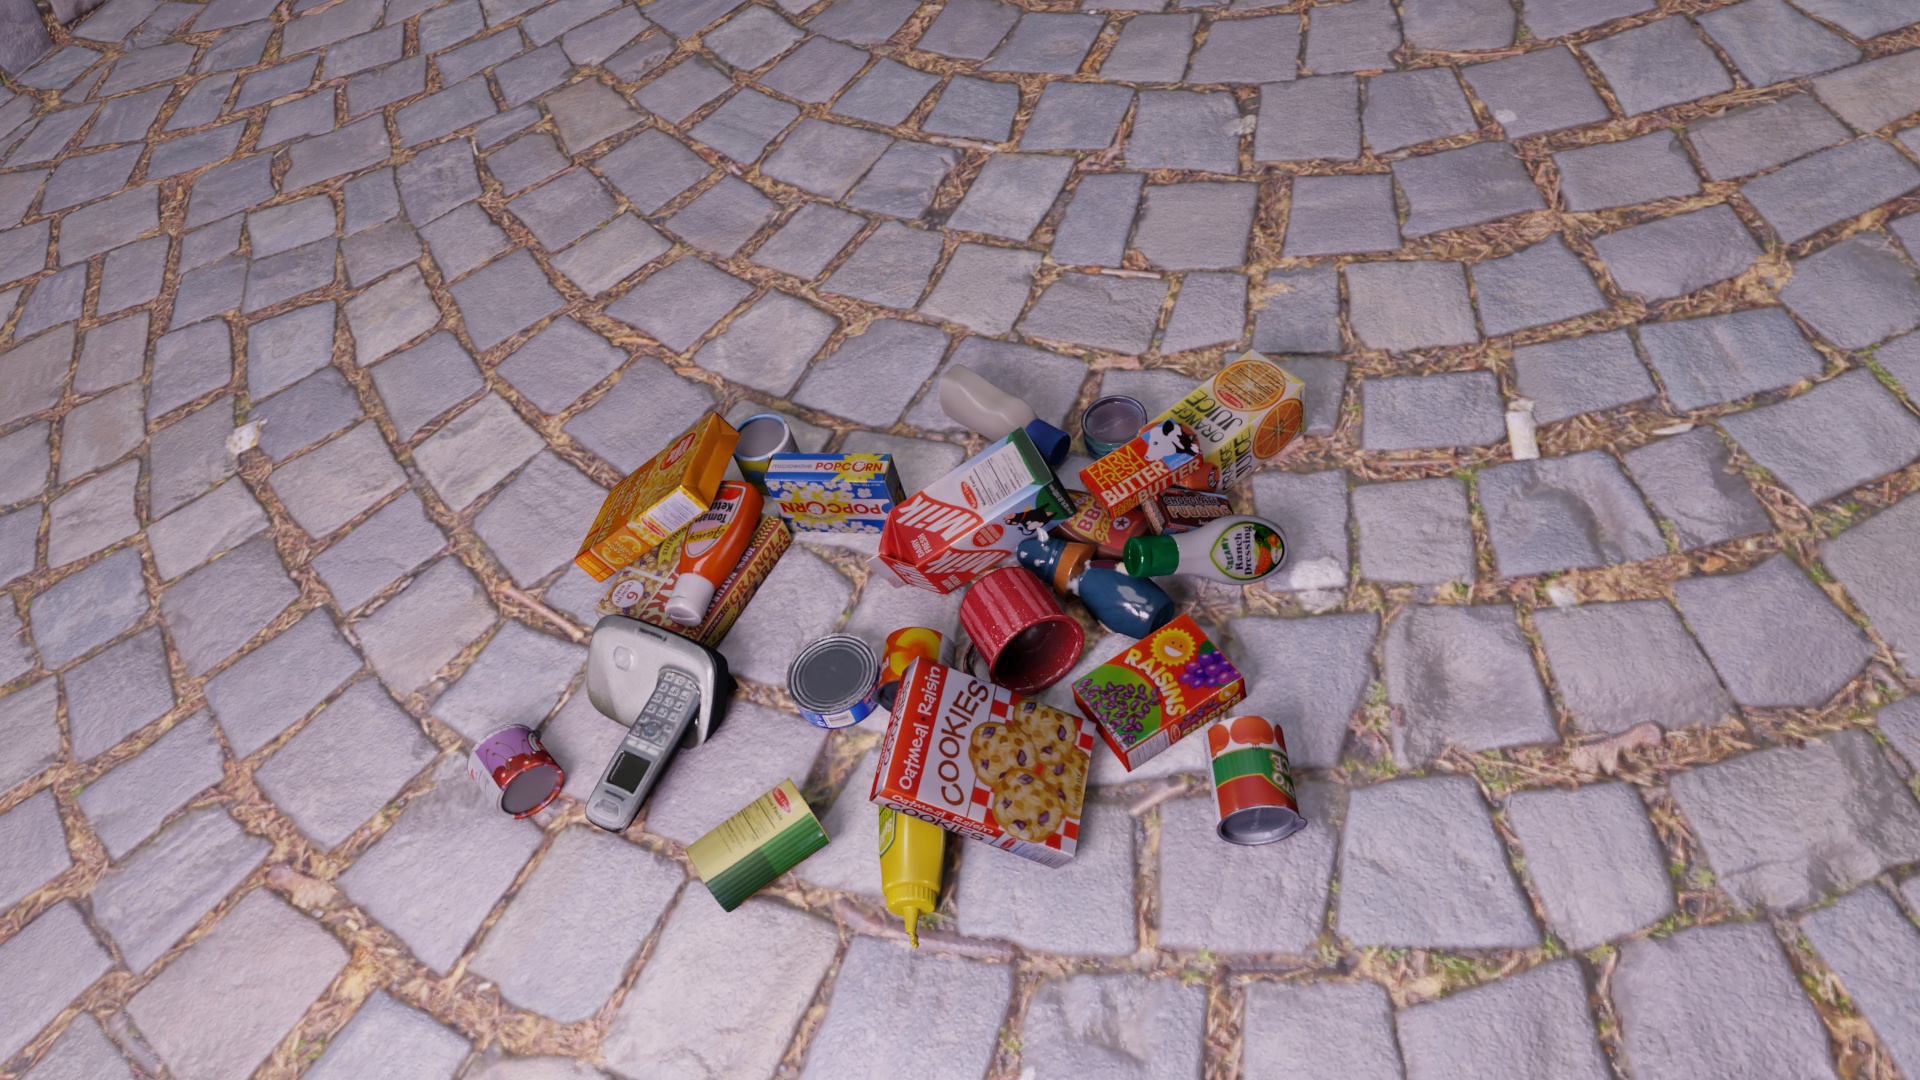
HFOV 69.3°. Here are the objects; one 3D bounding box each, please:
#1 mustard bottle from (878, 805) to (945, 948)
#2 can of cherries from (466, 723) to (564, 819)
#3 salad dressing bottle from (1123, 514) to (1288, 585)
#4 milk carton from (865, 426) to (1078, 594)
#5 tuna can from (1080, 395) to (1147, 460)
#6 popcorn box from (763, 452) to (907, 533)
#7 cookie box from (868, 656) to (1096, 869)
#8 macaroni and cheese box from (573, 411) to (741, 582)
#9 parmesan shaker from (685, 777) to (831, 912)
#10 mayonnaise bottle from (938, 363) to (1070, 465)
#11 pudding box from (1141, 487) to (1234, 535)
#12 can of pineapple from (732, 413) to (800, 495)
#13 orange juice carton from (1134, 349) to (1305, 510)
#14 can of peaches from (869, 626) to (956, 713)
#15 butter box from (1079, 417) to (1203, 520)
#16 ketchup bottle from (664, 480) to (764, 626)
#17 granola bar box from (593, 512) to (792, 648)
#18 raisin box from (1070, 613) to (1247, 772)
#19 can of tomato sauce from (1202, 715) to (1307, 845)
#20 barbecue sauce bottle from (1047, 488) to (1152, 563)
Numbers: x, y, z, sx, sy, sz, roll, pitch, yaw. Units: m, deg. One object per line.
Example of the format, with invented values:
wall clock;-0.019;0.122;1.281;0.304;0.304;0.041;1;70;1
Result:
mustard bottle;-0.040;0.252;1.133;0.049;0.065;0.161;12;52;-18
can of cherries;-0.399;0.208;1.255;0.072;0.071;0.058;-39;54;-17
salad dressing bottle;0.218;0.011;1.239;0.148;0.064;0.044;-4;4;-20
milk carton;0.005;-0.016;1.302;0.190;0.072;0.074;-32;56;7
tuna can;0.157;-0.109;1.392;0.071;0.032;0.071;-7;51;9
popcorn box;-0.121;-0.046;1.376;0.127;0.084;0.038;1;52;15
cookie box;0.020;0.182;1.140;0.167;0.040;0.123;22;55;-11
macaroni and cheese box;-0.301;-0.042;1.382;0.166;0.040;0.124;-31;29;30
parmesan shaker;-0.170;0.254;1.164;0.103;0.071;0.071;-33;52;-12
mayonnaise bottle;0.044;-0.124;1.415;0.148;0.064;0.041;32;62;28
pudding box;0.214;-0.020;1.285;0.084;0.030;0.050;7;45;-25
can of pineapple;-0.203;-0.091;1.448;0.071;0.057;0.071;-7;51;9
orange juice carton;0.238;-0.094;1.335;0.193;0.071;0.073;-36;53;-15
can of peaches;-0.041;0.118;1.238;0.071;0.071;0.058;-1;52;13
butter box;0.165;-0.065;1.268;0.104;0.024;0.053;-31;55;-8
ketchup bottle;-0.240;0.012;1.334;0.064;0.043;0.149;-2;53;26
granola bar box;-0.264;0.033;1.377;0.124;0.039;0.166;18;59;25
raisin box;0.170;0.130;1.196;0.123;0.040;0.086;-31;51;-10
can of tomato sauce;0.234;0.192;1.113;0.071;0.071;0.083;-8;50;7
barbecue sauce bottle;0.111;-0.021;1.326;0.149;0.043;0.065;24;58;29
